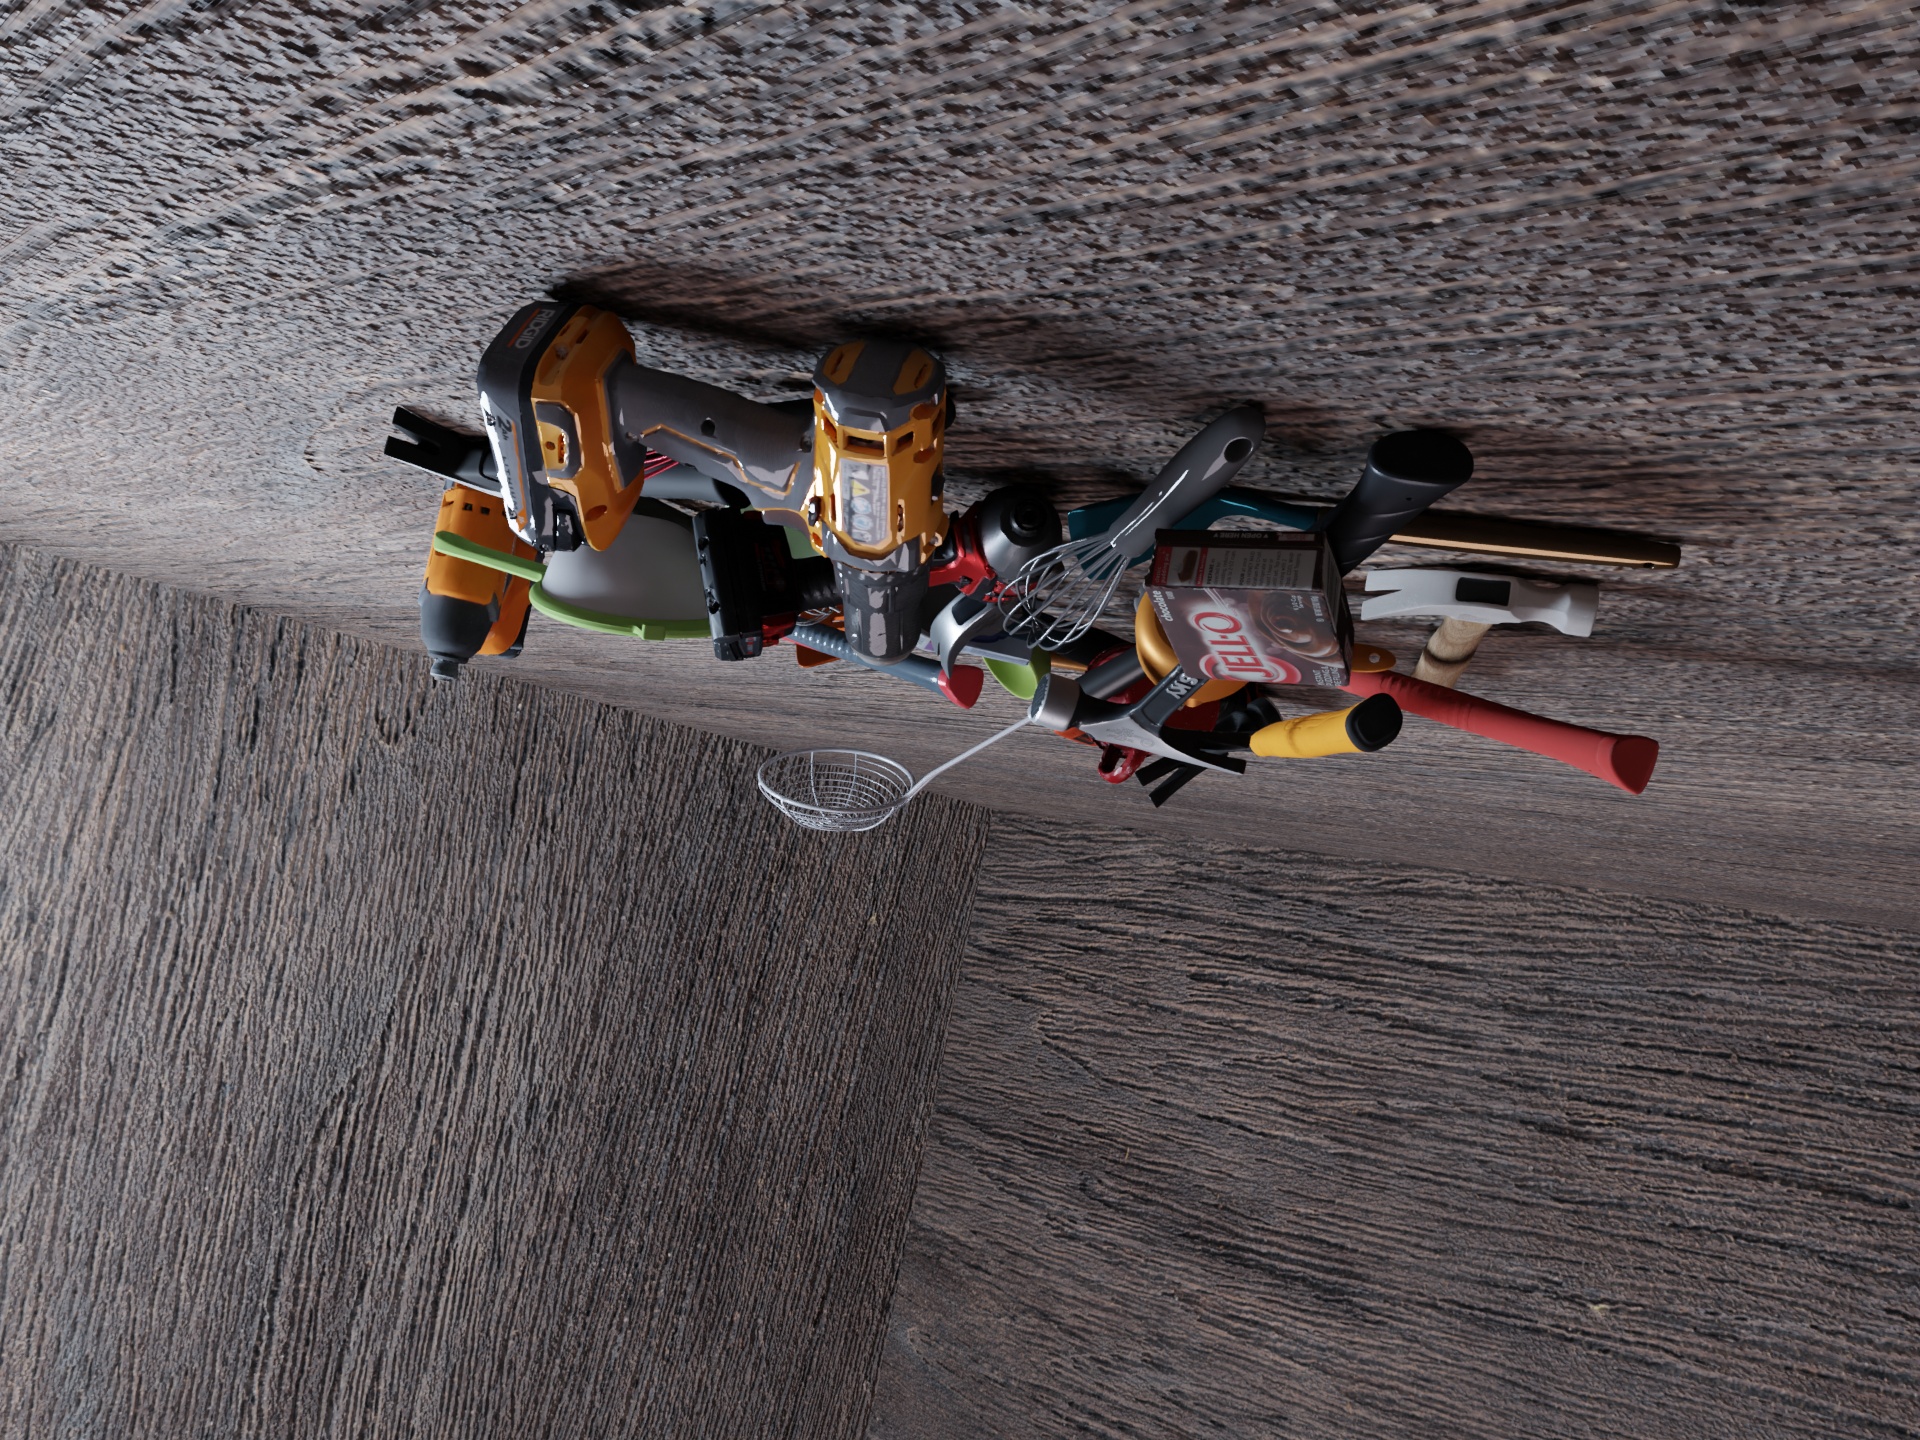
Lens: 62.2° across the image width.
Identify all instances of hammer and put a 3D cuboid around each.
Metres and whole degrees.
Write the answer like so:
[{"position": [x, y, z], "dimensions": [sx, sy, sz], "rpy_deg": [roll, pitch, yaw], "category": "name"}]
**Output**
[{"position": [0.299, -0.021, 1.110], "dimensions": [0.359, 0.037, 0.149], "rpy_deg": [21, 179, 33], "category": "hammer"}, {"position": [-0.247, -0.164, 1.038], "dimensions": [0.335, 0.035, 0.146], "rpy_deg": [11, 175, 45], "category": "hammer"}, {"position": [-0.159, -0.084, 1.412], "dimensions": [0.386, 0.038, 0.143], "rpy_deg": [19, 176, 14], "category": "hammer"}, {"position": [0.169, -0.054, 0.911], "dimensions": [0.149, 0.036, 0.408], "rpy_deg": [18, 157, -9], "category": "hammer"}, {"position": [0.085, -0.065, 1.245], "dimensions": [0.128, 0.033, 0.330], "rpy_deg": [-32, 160, 21], "category": "hammer"}, {"position": [0.224, 0.016, 1.138], "dimensions": [0.127, 0.034, 0.337], "rpy_deg": [-31, -179, -9], "category": "hammer"}, {"position": [0.335, -0.052, 1.088], "dimensions": [0.130, 0.031, 0.331], "rpy_deg": [10, 173, 12], "category": "hammer"}]

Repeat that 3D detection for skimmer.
[{"position": [-0.002, -0.004, 1.231], "dimensions": [0.363, 0.090, 0.127], "rpy_deg": [-29, -178, 31], "category": "skimmer"}]

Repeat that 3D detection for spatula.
[{"position": [0.010, -0.065, 1.474], "dimensions": [0.322, 0.081, 0.041], "rpy_deg": [9, 136, -12], "category": "spatula"}, {"position": [0.219, -0.096, 0.865], "dimensions": [0.317, 0.044, 0.082], "rpy_deg": [8, 158, 18], "category": "spatula"}]

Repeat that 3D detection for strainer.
[{"position": [-0.275, -0.124, 1.150], "dimensions": [0.256, 0.069, 0.151], "rpy_deg": [17, -162, 20], "category": "strainer"}]

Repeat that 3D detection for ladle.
[{"position": [-0.046, -0.090, 1.332], "dimensions": [0.320, 0.062, 0.078], "rpy_deg": [20, 180, -37], "category": "ladle"}]

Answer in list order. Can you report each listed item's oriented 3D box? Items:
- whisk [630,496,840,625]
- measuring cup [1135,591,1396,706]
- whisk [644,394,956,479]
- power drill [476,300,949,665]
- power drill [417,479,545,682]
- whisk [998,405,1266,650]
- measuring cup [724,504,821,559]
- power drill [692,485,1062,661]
[{"position": [-0.183, -0.132, 1.259], "dimensions": [0.246, 0.059, 0.058], "rpy_deg": [24, -166, -46], "category": "whisk"}, {"position": [0.200, -0.056, 1.053], "dimensions": [0.173, 0.095, 0.052], "rpy_deg": [7, 164, 14], "category": "measuring cup"}, {"position": [-0.138, -0.163, 0.881], "dimensions": [0.296, 0.073, 0.073], "rpy_deg": [2, 170, 24], "category": "whisk"}, {"position": [-0.117, -0.117, 0.818], "dimensions": [0.226, 0.084, 0.185], "rpy_deg": [11, 136, 9], "category": "power drill"}, {"position": [-0.408, -0.108, 1.338], "dimensions": [0.084, 0.164, 0.226], "rpy_deg": [12, 175, -11], "category": "power drill"}, {"position": [0.086, -0.099, 0.841], "dimensions": [0.055, 0.055, 0.239], "rpy_deg": [14, 152, -21], "category": "whisk"}, {"position": [-0.123, -0.159, 1.013], "dimensions": [0.083, 0.038, 0.167], "rpy_deg": [11, 157, 15], "category": "measuring cup"}, {"position": [-0.047, -0.097, 0.969], "dimensions": [0.219, 0.078, 0.143], "rpy_deg": [-10, 176, -9], "category": "power drill"}]
